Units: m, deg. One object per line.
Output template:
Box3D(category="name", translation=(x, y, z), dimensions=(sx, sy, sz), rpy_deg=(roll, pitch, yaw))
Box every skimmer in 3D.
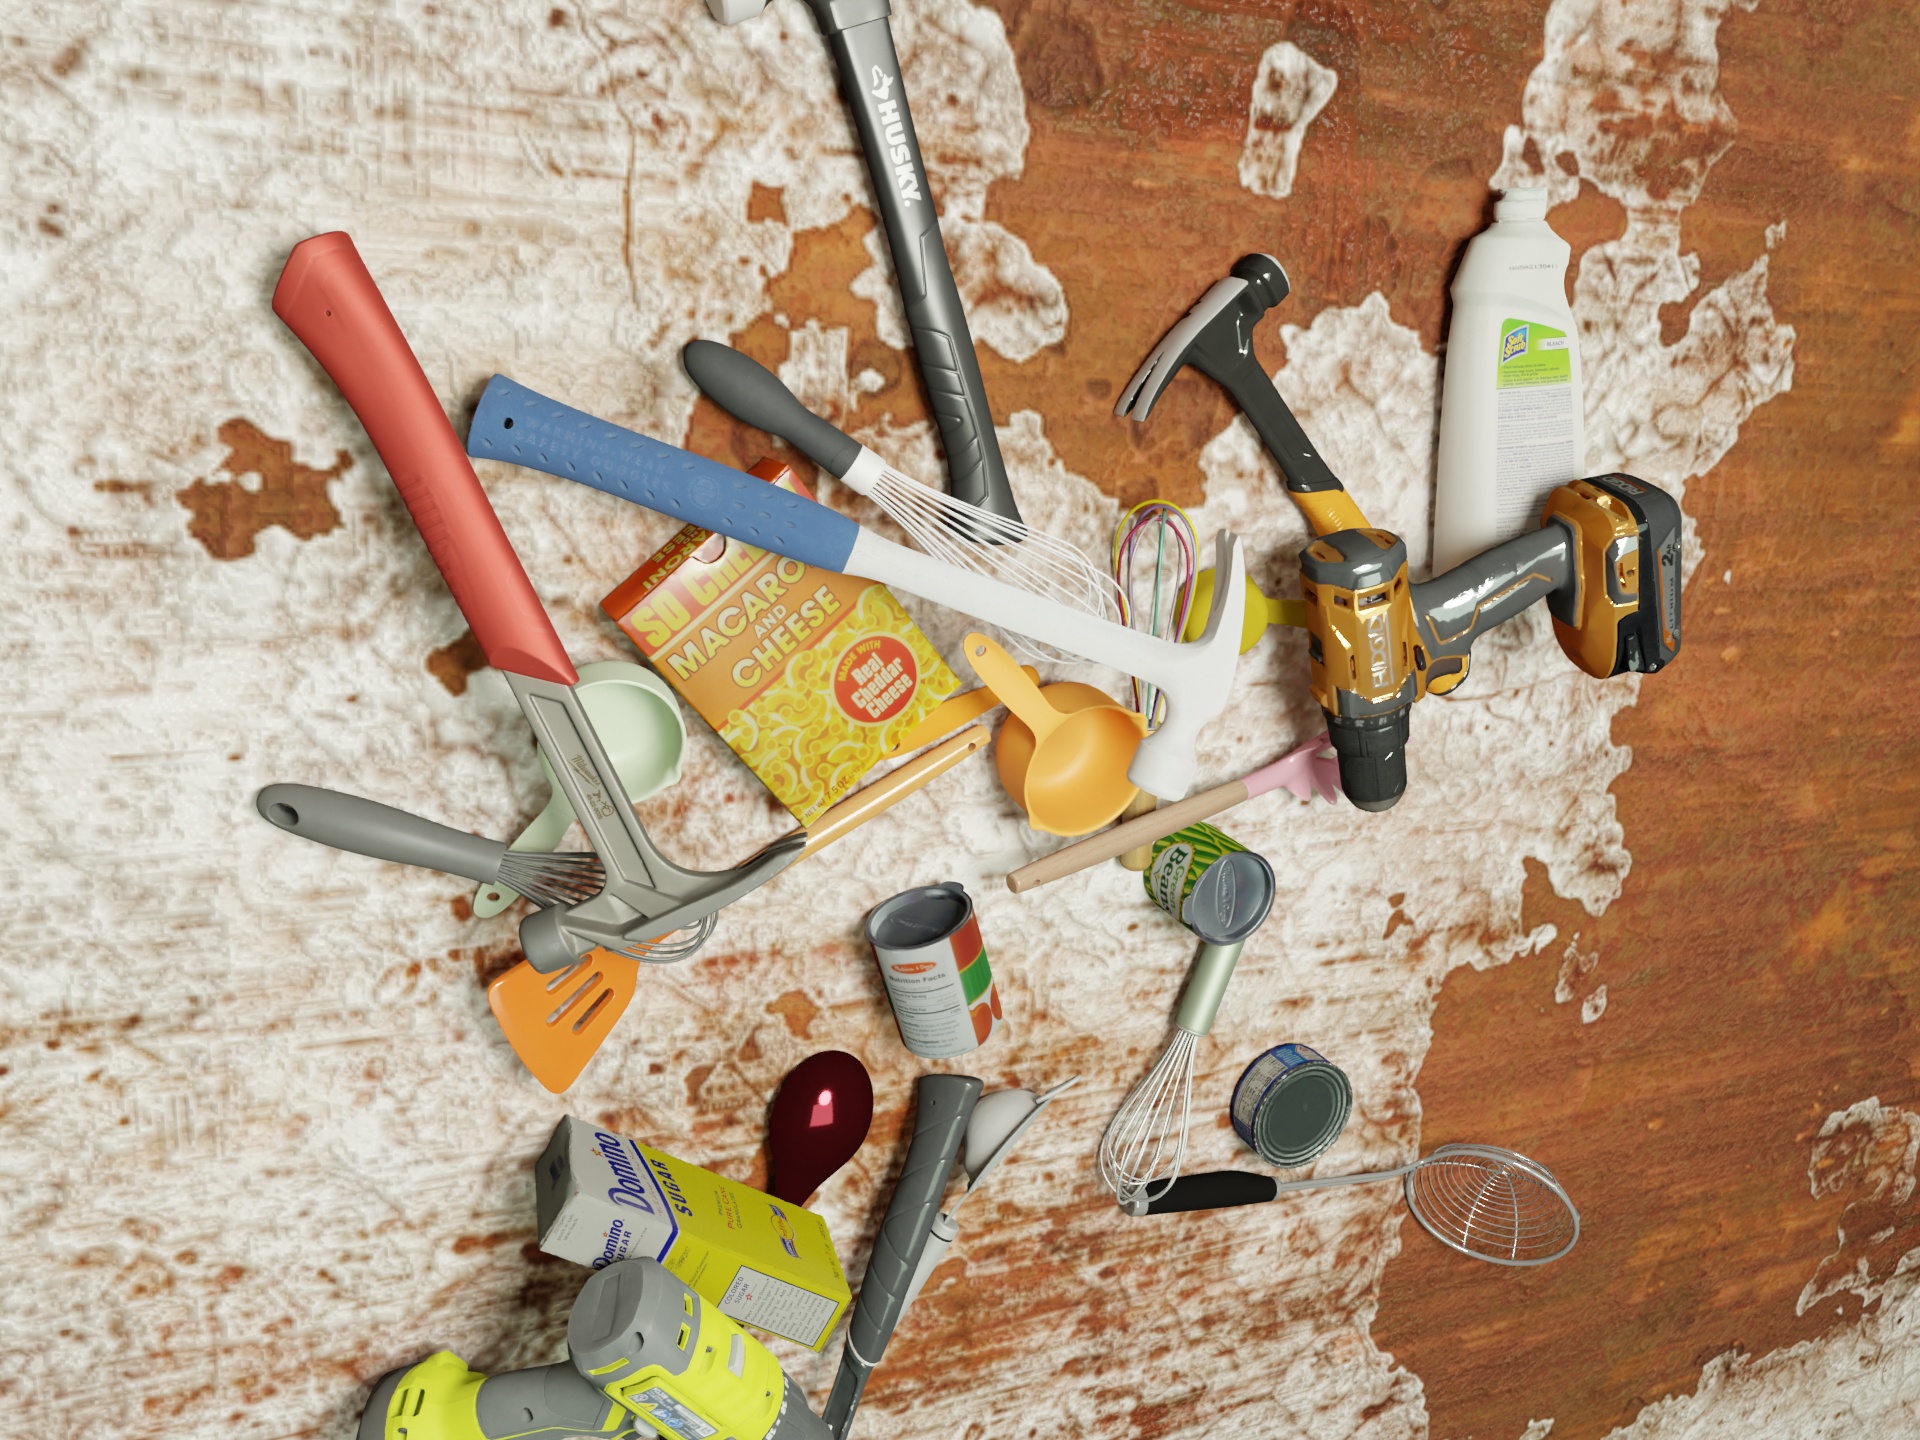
Box3D(category="skimmer", translation=(0.290, 0.368, 1.173), dimensions=(0.363, 0.090, 0.127), rpy_deg=(3, 141, -24))

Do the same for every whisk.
Box3D(category="whisk", translation=(0.114, -0.019, 0.989), dimensions=(0.047, 0.051, 0.244), rpy_deg=(0, 112, -5))
Box3D(category="whisk", translation=(0.155, 0.217, 1.085), dimensions=(0.059, 0.058, 0.246), rpy_deg=(13, 99, -60))
Box3D(category="whisk", translation=(-0.240, 0.076, 0.821), dimensions=(0.239, 0.055, 0.055), rpy_deg=(19, 98, -15))
Box3D(category="whisk", translation=(-0.025, -0.116, 0.852), dimensions=(0.284, 0.070, 0.070), rpy_deg=(34, 90, -17))

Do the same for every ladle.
Box3D(category="ladle", translation=(-0.134, 0.352, 0.997), dimensions=(0.069, 0.031, 0.315), rpy_deg=(21, 98, -28))

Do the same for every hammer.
Box3D(category="hammer", translation=(-0.065, 0.415, 1.004), dimensions=(0.036, 0.149, 0.409), rpy_deg=(18, 91, -46))
Box3D(category="hammer", translation=(-0.211, -0.060, 0.755), dimensions=(0.149, 0.037, 0.359), rpy_deg=(-24, 102, 2))
Box3D(category="hammer", translation=(-0.043, -0.089, 0.810), dimensions=(0.405, 0.035, 0.144), rpy_deg=(19, 98, -11))
Box3D(category="hammer", translation=(-0.016, -0.247, 0.845), dimensions=(0.146, 0.035, 0.334), rpy_deg=(-25, 116, -16))
Box3D(category="hammer", translation=(0.231, -0.126, 1.009), dimensions=(0.127, 0.034, 0.336), rpy_deg=(-47, 121, -6))

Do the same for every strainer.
Box3D(category="strainer", translation=(-0.009, 0.324, 1.040), dimensions=(0.258, 0.050, 0.087), rpy_deg=(-59, 165, 8))

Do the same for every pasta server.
Box3D(category="pasta server", translation=(0.163, 0.056, 1.011), dimensions=(0.316, 0.040, 0.060), rpy_deg=(-18, 129, -30))

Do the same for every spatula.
Box3D(category="spatula", translation=(-0.114, 0.090, 0.909), dimensions=(0.322, 0.041, 0.081), rpy_deg=(-31, 117, -15))

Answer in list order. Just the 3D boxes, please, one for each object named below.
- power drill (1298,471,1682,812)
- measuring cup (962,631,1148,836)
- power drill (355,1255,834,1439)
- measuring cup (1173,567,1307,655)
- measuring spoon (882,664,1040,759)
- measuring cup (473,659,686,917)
Box3D(category="power drill", translation=(0.326, -0.047, 0.992), dimensions=(0.226, 0.084, 0.185), rpy_deg=(-15, 117, -6))
Box3D(category="measuring cup", translation=(0.042, -0.005, 0.936), dimensions=(0.095, 0.052, 0.173), rpy_deg=(-45, 126, -2))
Box3D(category="power drill", translation=(-0.199, 0.395, 0.886), dimensions=(0.228, 0.080, 0.190), rpy_deg=(-26, 123, 19))
Box3D(category="measuring cup", translation=(0.212, -0.062, 1.000), dimensions=(0.156, 0.029, 0.062), rpy_deg=(3, 119, -11))
Box3D(category="measuring spoon", translation=(-0.002, -0.003, 0.948), dimensions=(0.117, 0.011, 0.021), rpy_deg=(-25, 116, -17))
Box3D(category="measuring cup", translation=(-0.212, 0.037, 0.851), dimensions=(0.083, 0.038, 0.167), rpy_deg=(31, 108, -28))
